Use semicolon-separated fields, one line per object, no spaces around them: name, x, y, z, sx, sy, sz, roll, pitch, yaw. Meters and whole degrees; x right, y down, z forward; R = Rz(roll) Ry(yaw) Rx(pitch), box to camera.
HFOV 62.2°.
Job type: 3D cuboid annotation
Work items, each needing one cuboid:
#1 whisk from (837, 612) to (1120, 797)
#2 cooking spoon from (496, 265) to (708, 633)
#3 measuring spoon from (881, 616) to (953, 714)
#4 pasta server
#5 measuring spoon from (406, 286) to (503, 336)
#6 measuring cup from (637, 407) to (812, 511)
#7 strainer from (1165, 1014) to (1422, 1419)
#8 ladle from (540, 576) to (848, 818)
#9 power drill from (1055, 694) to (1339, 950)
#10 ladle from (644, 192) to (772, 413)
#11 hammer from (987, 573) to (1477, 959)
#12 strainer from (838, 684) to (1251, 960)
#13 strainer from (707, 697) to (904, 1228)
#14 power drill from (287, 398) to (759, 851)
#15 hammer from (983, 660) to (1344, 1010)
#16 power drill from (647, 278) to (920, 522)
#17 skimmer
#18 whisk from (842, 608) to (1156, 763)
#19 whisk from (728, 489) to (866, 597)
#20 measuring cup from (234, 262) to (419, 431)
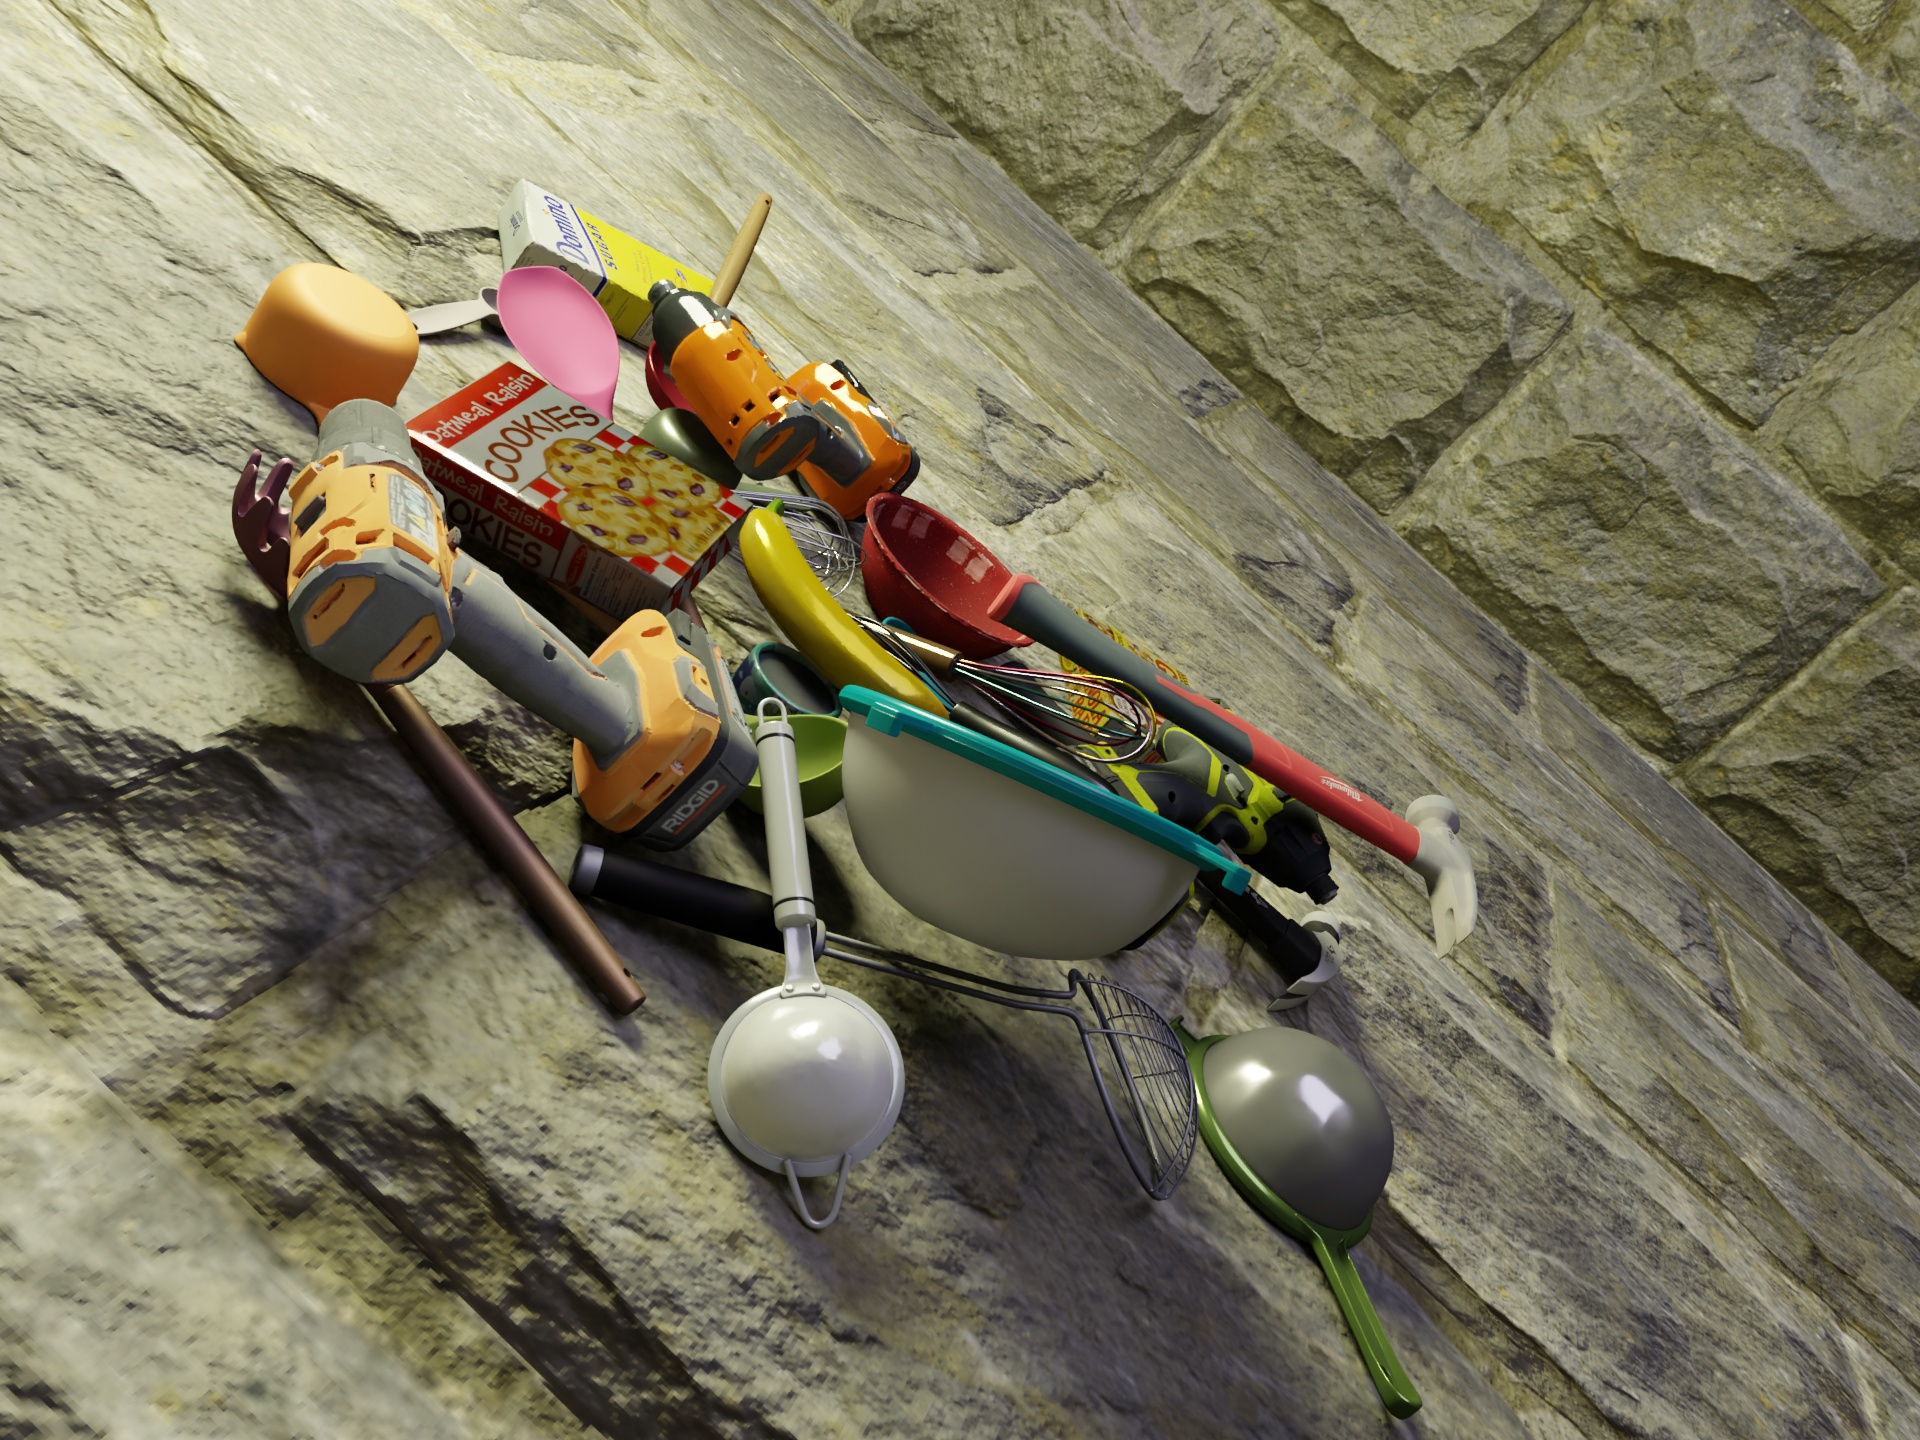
whisk;-0.001;-0.004;1.004;0.239;0.055;0.055;30;20;18
cooking spoon;-0.204;-0.147;0.962;0.068;0.017;0.319;-16;71;-33
measuring spoon;-0.023;-0.014;1.099;0.042;0.021;0.129;-3;59;-58
pasta server;-0.237;0.003;0.721;0.316;0.040;0.060;49;9;12
measuring spoon;-0.334;-0.264;1.053;0.034;0.018;0.124;43;31;2
measuring cup;-0.157;-0.180;1.138;0.167;0.038;0.083;8;41;-50
strainer;0.223;0.269;0.923;0.151;0.069;0.257;26;27;-31
ladle;-0.186;-0.059;0.881;0.320;0.062;0.078;41;44;6
power drill;0.154;0.072;1.080;0.223;0.080;0.171;-11;57;-45
ladle;-0.188;-0.328;1.235;0.069;0.031;0.316;50;36;-33
hammer;0.186;0.022;1.073;0.386;0.038;0.143;30;35;-11
strainer;0.008;0.065;0.869;0.211;0.095;0.340;25;-4;-9
strainer;-0.076;0.095;0.724;0.087;0.050;0.259;-1;56;-15
power drill;-0.212;-0.052;0.751;0.226;0.084;0.186;36;17;-39
hammer;0.146;0.078;1.168;0.335;0.035;0.146;43;24;3
power drill;-0.132;-0.232;1.149;0.164;0.084;0.226;52;15;17
skimmer;-0.030;0.149;0.800;0.363;0.090;0.127;20;29;-20
whisk;0.017;-0.031;1.036;0.245;0.047;0.051;22;26;24
whisk;-0.182;-0.141;1.024;0.284;0.070;0.070;17;34;-36
measuring cup;-0.334;-0.188;0.871;0.095;0.052;0.174;17;32;-43
